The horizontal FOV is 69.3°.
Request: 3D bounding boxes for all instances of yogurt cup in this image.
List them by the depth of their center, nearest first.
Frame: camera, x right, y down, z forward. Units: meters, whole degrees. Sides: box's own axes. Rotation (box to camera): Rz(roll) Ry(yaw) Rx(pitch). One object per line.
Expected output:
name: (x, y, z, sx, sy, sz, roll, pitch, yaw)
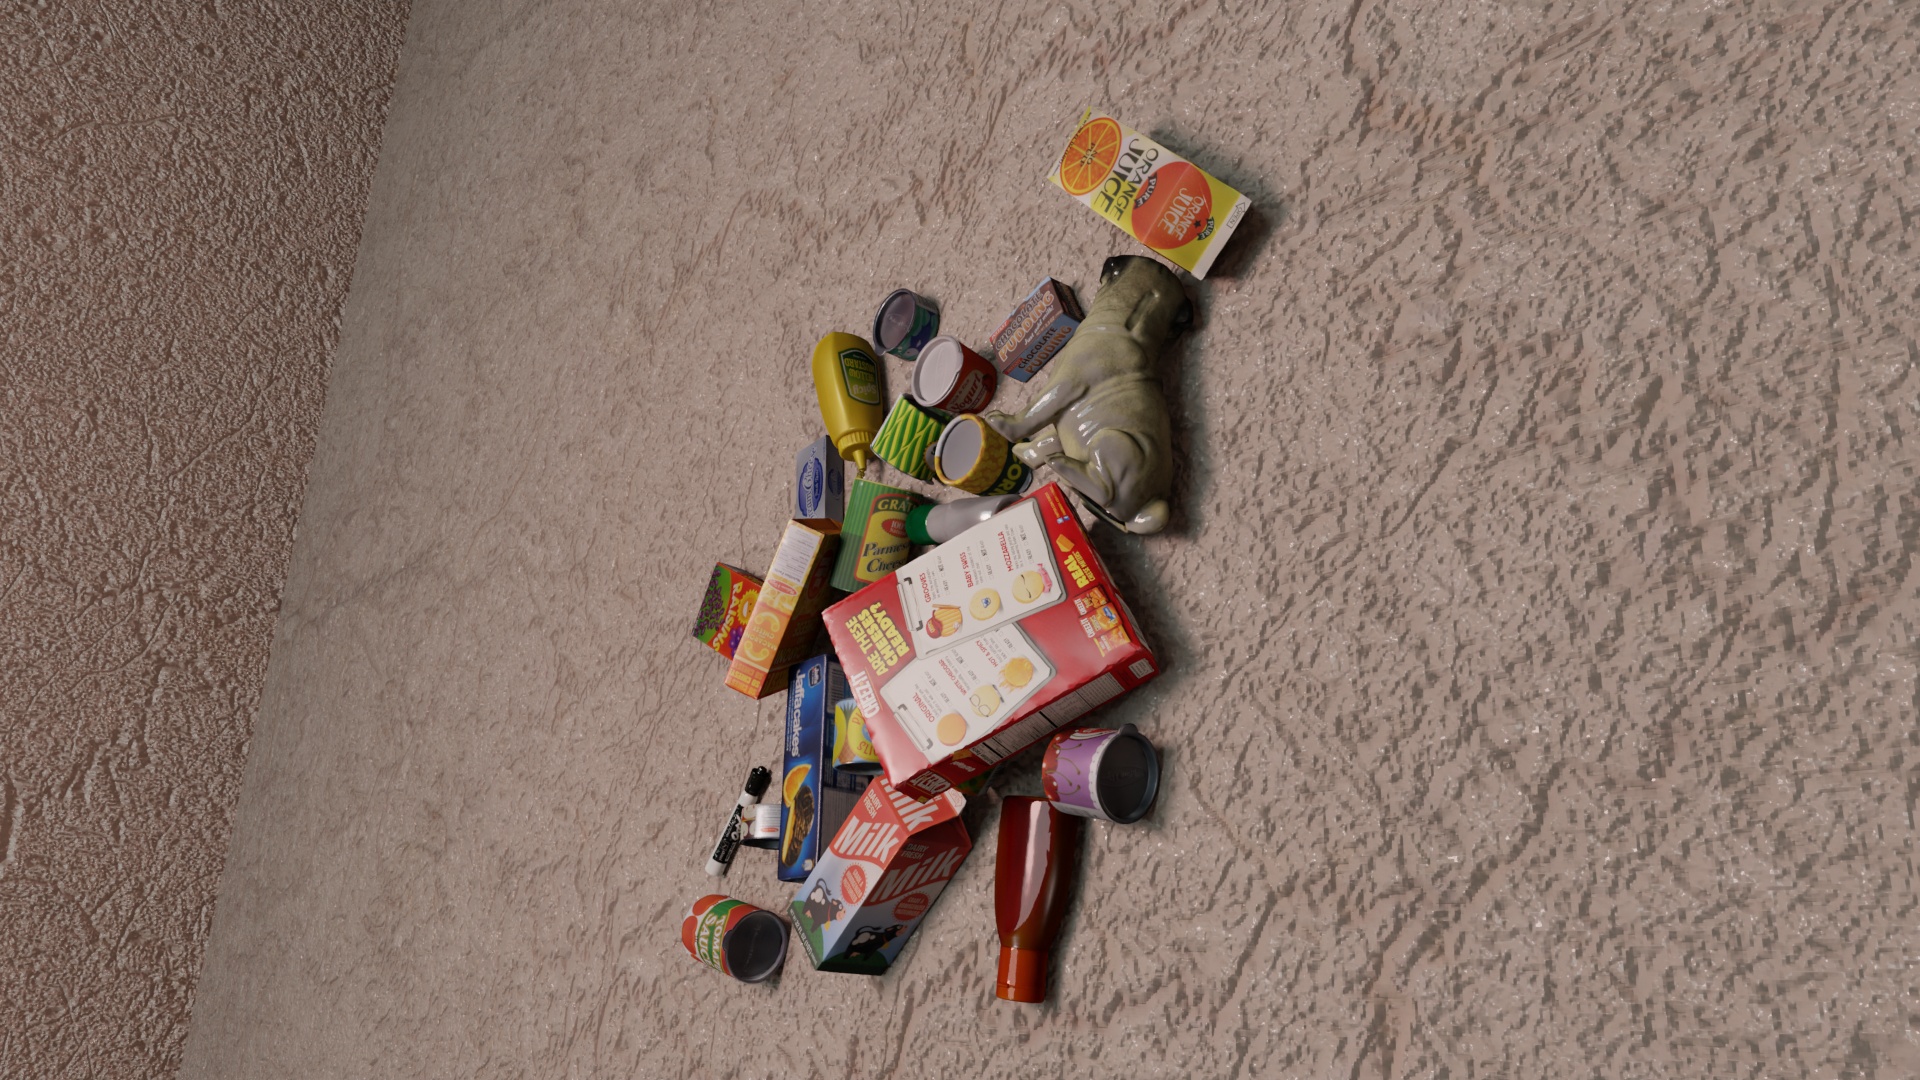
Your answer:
yogurt cup: (-0.004, -0.148, 1.272, 0.072, 0.054, 0.072, -22, 59, 43)

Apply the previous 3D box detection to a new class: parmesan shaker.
parmesan shaker: (-0.076, 0.000, 1.287, 0.071, 0.071, 0.103, 13, 89, 51)

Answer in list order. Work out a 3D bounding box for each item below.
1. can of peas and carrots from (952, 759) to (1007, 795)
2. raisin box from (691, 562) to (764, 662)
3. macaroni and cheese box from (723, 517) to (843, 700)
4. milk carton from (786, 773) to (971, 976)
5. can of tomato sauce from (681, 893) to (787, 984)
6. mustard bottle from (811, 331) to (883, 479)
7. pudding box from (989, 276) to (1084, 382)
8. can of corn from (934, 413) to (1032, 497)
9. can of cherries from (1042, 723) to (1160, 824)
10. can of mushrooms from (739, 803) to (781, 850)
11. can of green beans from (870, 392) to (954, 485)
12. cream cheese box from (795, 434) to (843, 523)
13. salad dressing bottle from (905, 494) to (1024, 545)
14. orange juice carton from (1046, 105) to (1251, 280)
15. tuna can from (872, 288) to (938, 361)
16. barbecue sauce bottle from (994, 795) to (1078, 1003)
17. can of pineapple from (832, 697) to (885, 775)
can of peas and carrots: (0.006, 0.162, 1.122, 0.058, 0.071, 0.071, -59, 41, 15)
raisin box: (-0.226, 0.080, 1.450, 0.123, 0.040, 0.086, 22, 92, 50)
macaroni and cheese box: (-0.158, 0.061, 1.318, 0.040, 0.124, 0.166, 24, 95, 10)
milk carton: (-0.059, 0.266, 1.152, 0.190, 0.073, 0.072, -58, 41, 15)
can of tomato sauce: (-0.213, 0.369, 1.293, 0.083, 0.071, 0.071, 0, 76, 50)
mustard bottle: (-0.107, -0.130, 1.381, 0.048, 0.065, 0.161, -36, 56, 42)
pudding box: (0.067, -0.186, 1.223, 0.083, 0.030, 0.050, -42, 46, 31)
can of corn: (0.021, -0.071, 1.208, 0.071, 0.058, 0.071, -22, 59, 43)
can of cherries: (0.102, 0.167, 1.011, 0.058, 0.071, 0.071, -3, 73, 50)
can of mushrooms: (-0.172, 0.267, 1.291, 0.071, 0.071, 0.033, -21, 60, 43)
can of green beans: (-0.041, -0.096, 1.284, 0.057, 0.071, 0.071, -59, 41, 14)
cream cheese box: (-0.144, -0.050, 1.420, 0.053, 0.024, 0.104, -27, 56, 42)
salad dressing bottle: (0.004, -0.015, 1.207, 0.147, 0.064, 0.044, -2, 96, 58)
orange juice carton: (0.158, -0.276, 1.120, 0.071, 0.073, 0.193, -58, 41, 16)
tuna can: (-0.055, -0.210, 1.373, 0.071, 0.033, 0.071, -22, 59, 43)
barbecue sauce bottle: (0.052, 0.269, 1.046, 0.064, 0.043, 0.149, -8, 70, 48)
can of pineapple: (-0.078, 0.171, 1.217, 0.071, 0.071, 0.058, -20, 62, 44)
